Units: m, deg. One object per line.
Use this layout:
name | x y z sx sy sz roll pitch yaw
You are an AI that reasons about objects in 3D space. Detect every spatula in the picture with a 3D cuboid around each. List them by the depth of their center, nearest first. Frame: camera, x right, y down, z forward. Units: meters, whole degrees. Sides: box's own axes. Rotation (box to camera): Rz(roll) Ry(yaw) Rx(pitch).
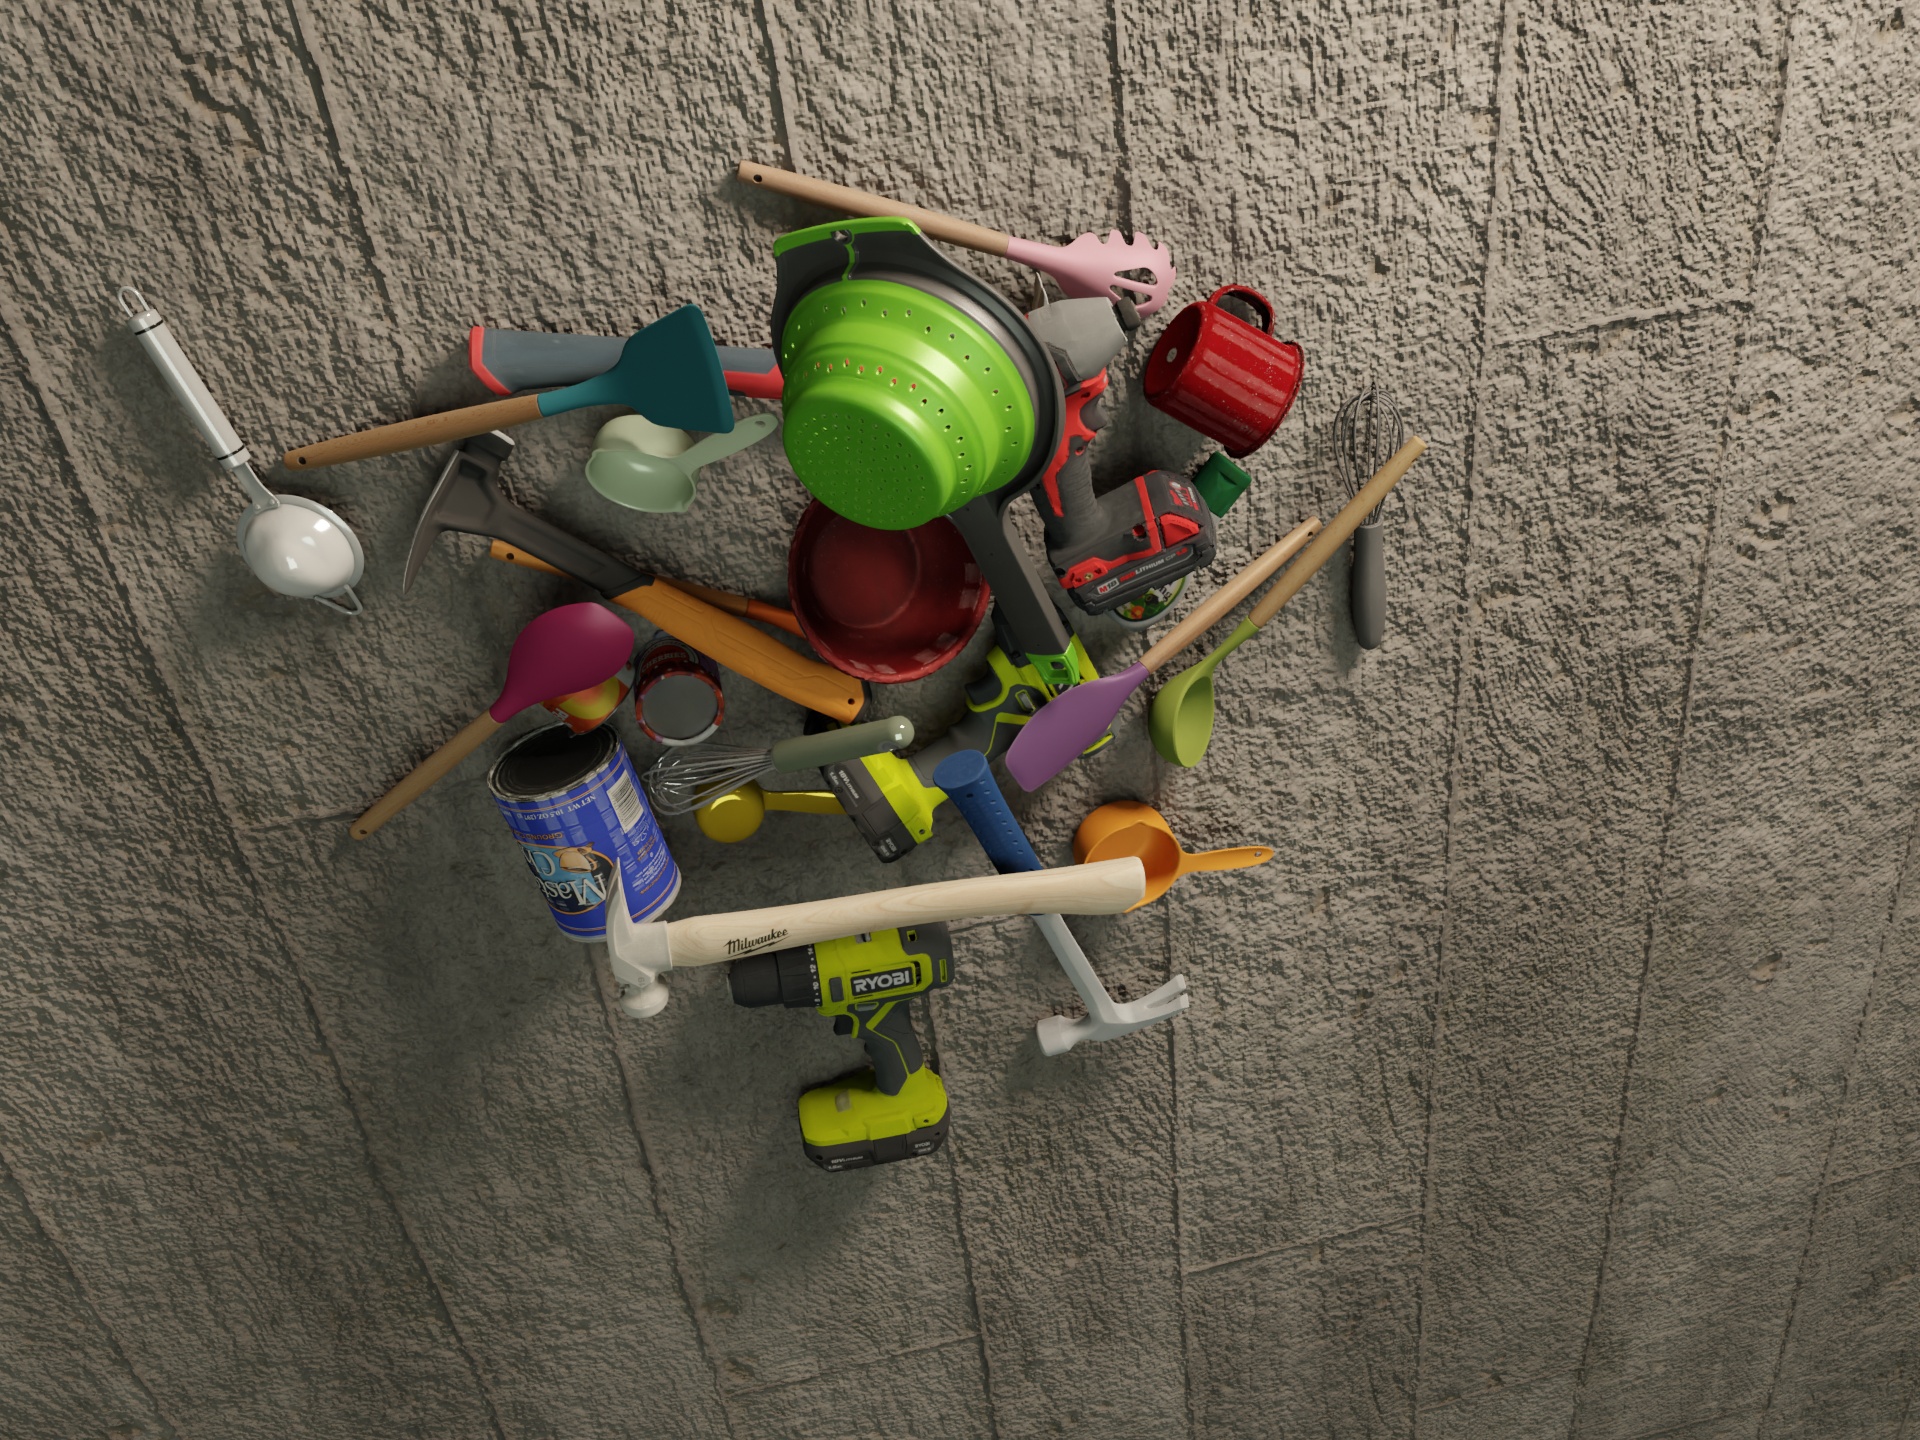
spatula | -0.300 -0.199 1.034 0.317 0.044 0.082 -11 112 9
spatula | -0.183 -0.092 1.178 0.322 0.041 0.081 13 117 -16
spatula | 0.160 -0.059 1.237 0.316 0.018 0.059 -39 126 -7

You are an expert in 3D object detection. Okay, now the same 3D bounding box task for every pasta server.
pasta server | 0.004 -0.331 1.080 0.316 0.040 0.060 11 117 -15

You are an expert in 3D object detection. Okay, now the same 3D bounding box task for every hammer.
hammer | -0.131 -0.248 1.075 0.386 0.038 0.143 2 132 -13
hammer | -0.216 -0.076 1.123 0.336 0.034 0.127 27 91 -17
hammer | -0.060 0.139 1.207 0.410 0.038 0.146 -7 132 -9
hammer | 0.076 0.158 1.316 0.144 0.035 0.405 -18 136 11

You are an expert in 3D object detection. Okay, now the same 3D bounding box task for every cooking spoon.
cooking spoon | -0.348 0.009 1.145 0.319 0.017 0.068 -34 124 29

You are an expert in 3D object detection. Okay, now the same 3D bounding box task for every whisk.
whisk | -0.140 0.028 1.184 0.246 0.059 0.057 -12 153 29
whisk | 0.322 -0.154 1.249 0.055 0.055 0.238 -15 126 -5

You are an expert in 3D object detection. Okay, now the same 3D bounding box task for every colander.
colander | -0.013 -0.134 1.047 0.204 0.094 0.396 2 140 33

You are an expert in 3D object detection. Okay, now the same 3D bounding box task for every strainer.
strainer | -0.478 -0.166 1.053 0.087 0.050 0.258 -15 120 15

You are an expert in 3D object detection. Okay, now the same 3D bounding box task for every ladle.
ladle | 0.255 -0.087 1.237 0.320 0.062 0.078 -50 160 26

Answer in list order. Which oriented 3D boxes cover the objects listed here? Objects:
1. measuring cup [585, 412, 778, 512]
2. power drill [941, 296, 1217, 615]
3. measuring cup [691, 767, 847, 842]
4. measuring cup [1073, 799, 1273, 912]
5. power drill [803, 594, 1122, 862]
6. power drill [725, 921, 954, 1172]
measuring cup | -0.181 -0.188 1.066 0.167 0.038 0.083 -15 147 36
power drill | 0.089 -0.188 1.097 0.143 0.079 0.219 -25 129 15
measuring cup | -0.137 0.072 1.281 0.156 0.029 0.062 1 120 -16
measuring cup | 0.180 0.109 1.368 0.173 0.052 0.095 -3 121 -14
power drill | -0.002 -0.004 1.240 0.223 0.080 0.171 -32 123 -1
power drill | -0.098 0.280 1.388 0.190 0.080 0.228 -9 119 -9
